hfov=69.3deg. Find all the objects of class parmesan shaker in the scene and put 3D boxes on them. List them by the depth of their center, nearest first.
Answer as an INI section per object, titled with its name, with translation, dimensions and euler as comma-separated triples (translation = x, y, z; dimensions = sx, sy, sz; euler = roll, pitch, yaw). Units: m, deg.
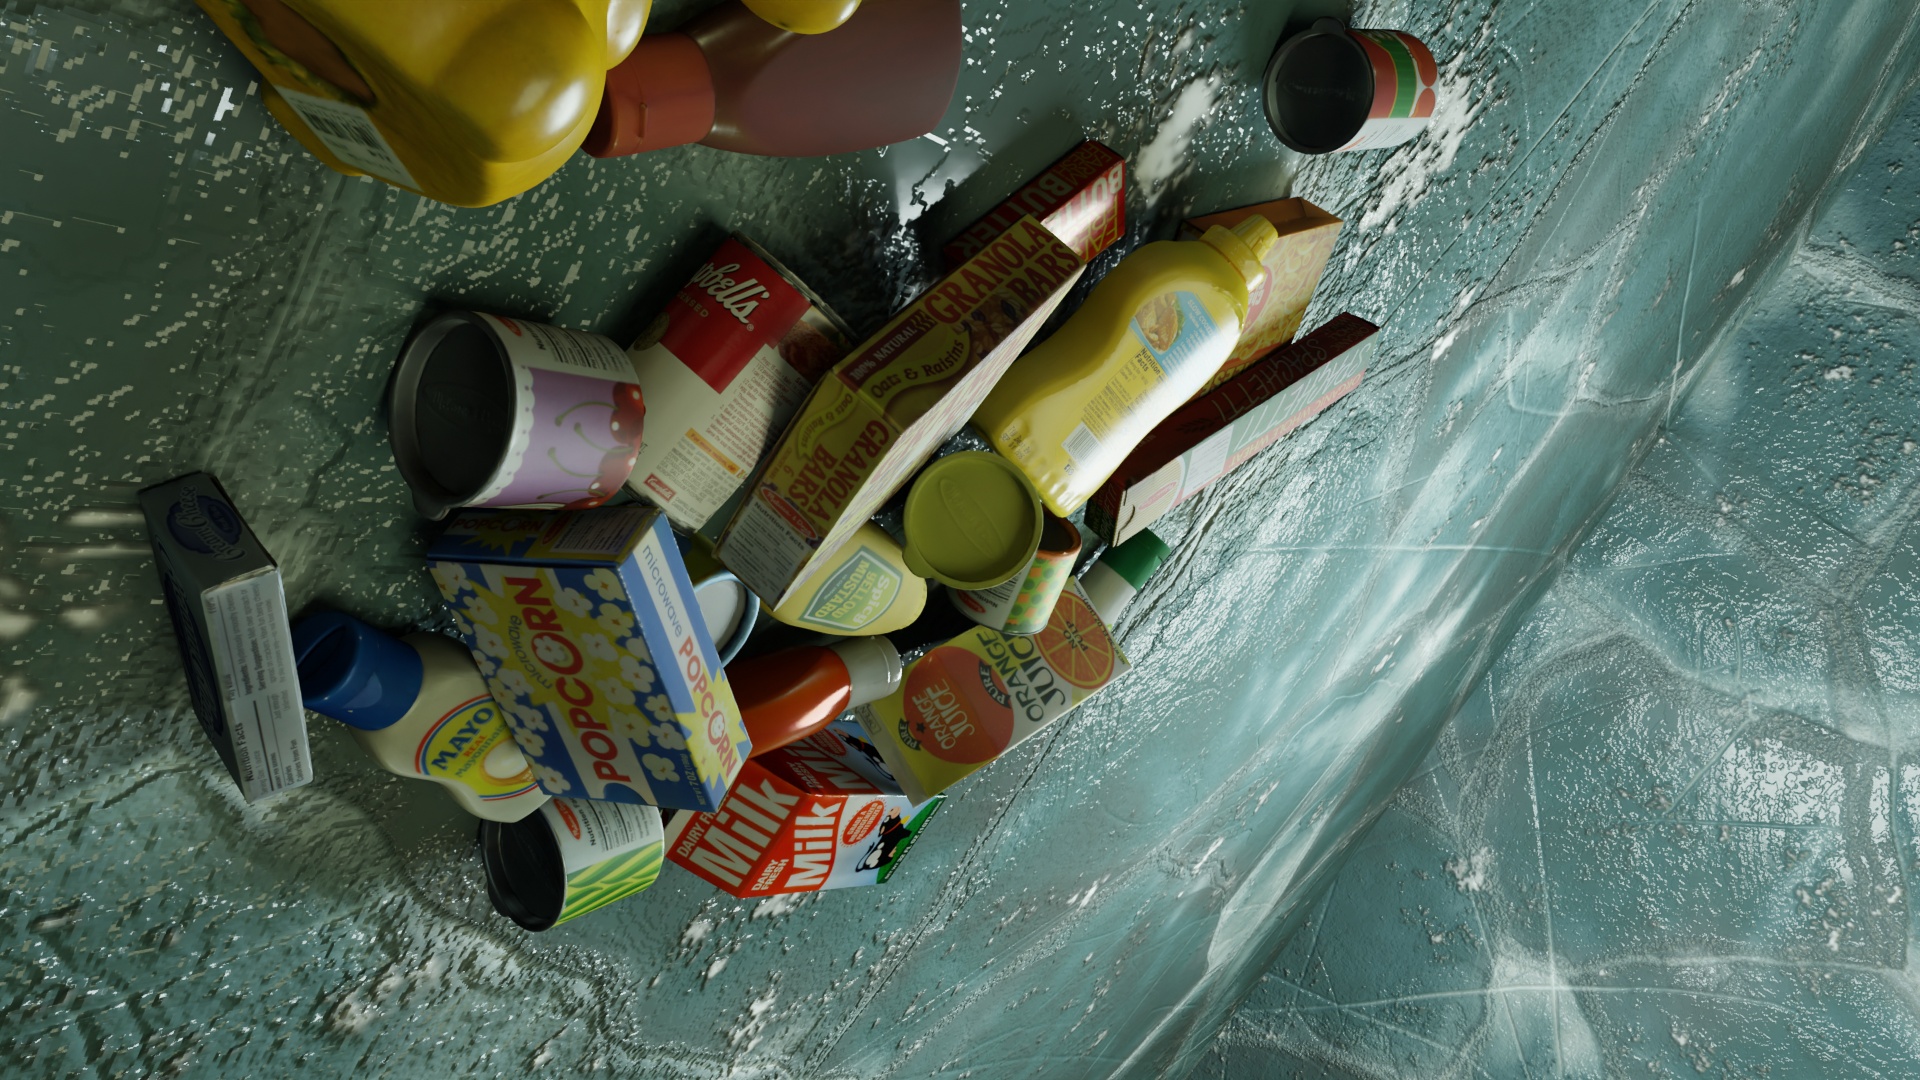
[parmesan shaker]
translation = 0.003, -0.009, 0.707
dimensions = 0.071, 0.071, 0.103
euler = -50, -179, 0

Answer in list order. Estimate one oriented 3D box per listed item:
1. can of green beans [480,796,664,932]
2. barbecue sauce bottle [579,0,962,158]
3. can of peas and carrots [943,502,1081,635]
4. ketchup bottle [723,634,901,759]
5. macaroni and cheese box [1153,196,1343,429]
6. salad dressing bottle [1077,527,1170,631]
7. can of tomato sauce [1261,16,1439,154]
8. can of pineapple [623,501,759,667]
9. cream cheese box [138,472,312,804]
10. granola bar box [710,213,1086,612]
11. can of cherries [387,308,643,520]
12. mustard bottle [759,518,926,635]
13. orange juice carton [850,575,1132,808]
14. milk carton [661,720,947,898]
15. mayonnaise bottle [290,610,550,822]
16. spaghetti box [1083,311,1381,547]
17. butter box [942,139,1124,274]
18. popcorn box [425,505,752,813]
[can of green beans]
translation = -0.183, 0.144, 0.658
dimensions = 0.058, 0.071, 0.071
euler = -11, 133, -51
[barbecue sauce bottle]
translation = -0.066, -0.164, 0.488
dimensions = 0.149, 0.044, 0.064
euler = -25, 142, -38
[can of peas and carrots]
translation = 0.032, 0.012, 0.814
dimensions = 0.071, 0.071, 0.058
euler = -14, 134, -48
[ketchup bottle]
translation = -0.095, 0.080, 0.705
dimensions = 0.149, 0.065, 0.043
euler = -15, 110, -44
[macaroni and cheese box]
translation = 0.162, -0.125, 0.866
dimensions = 0.124, 0.040, 0.165
euler = -21, 140, -41
[salad dressing bottle]
translation = 0.085, 0.052, 0.960
dimensions = 0.147, 0.044, 0.064
euler = -50, 153, -1
[can of tomato sauce]
translation = 0.218, -0.252, 0.771
dimensions = 0.083, 0.071, 0.070
euler = -20, 139, -45
[can of pineapple]
translation = -0.128, 0.024, 0.602
dimensions = 0.071, 0.058, 0.070
euler = -38, 150, -27
[cream cheese box]
translation = -0.241, 0.034, 0.459
dimensions = 0.024, 0.053, 0.103
euler = -24, 142, -37
[granola bar box]
translation = -0.025, -0.058, 0.589
dimensions = 0.123, 0.039, 0.166
euler = -49, 179, 43
[can of cherries]
translation = -0.154, -0.041, 0.482
dimensions = 0.058, 0.071, 0.071
euler = 1, 123, -57
[mustard bottle]
translation = -0.055, 0.018, 0.713
dimensions = 0.065, 0.049, 0.160
euler = -49, 152, 7
[orange juice carton]
translation = 0.013, 0.092, 0.833
dimensions = 0.072, 0.072, 0.193
euler = -38, 171, 40
[milk carton]
translation = -0.095, 0.148, 0.783
dimensions = 0.072, 0.073, 0.190
euler = -56, 151, 9
[mayonnaise bottle]
translation = -0.209, 0.070, 0.559
dimensions = 0.065, 0.041, 0.147
euler = -49, 152, -7
[spaghetti box]
translation = 0.174, -0.074, 0.866
dimensions = 0.251, 0.029, 0.049
euler = -31, 146, -31
[butter box]
translation = 0.038, -0.146, 0.678
dimensions = 0.104, 0.024, 0.053
euler = -40, 151, -18
[popcorn box]
translation = -0.141, 0.046, 0.540
dimensions = 0.038, 0.085, 0.126
euler = -64, 149, -49
